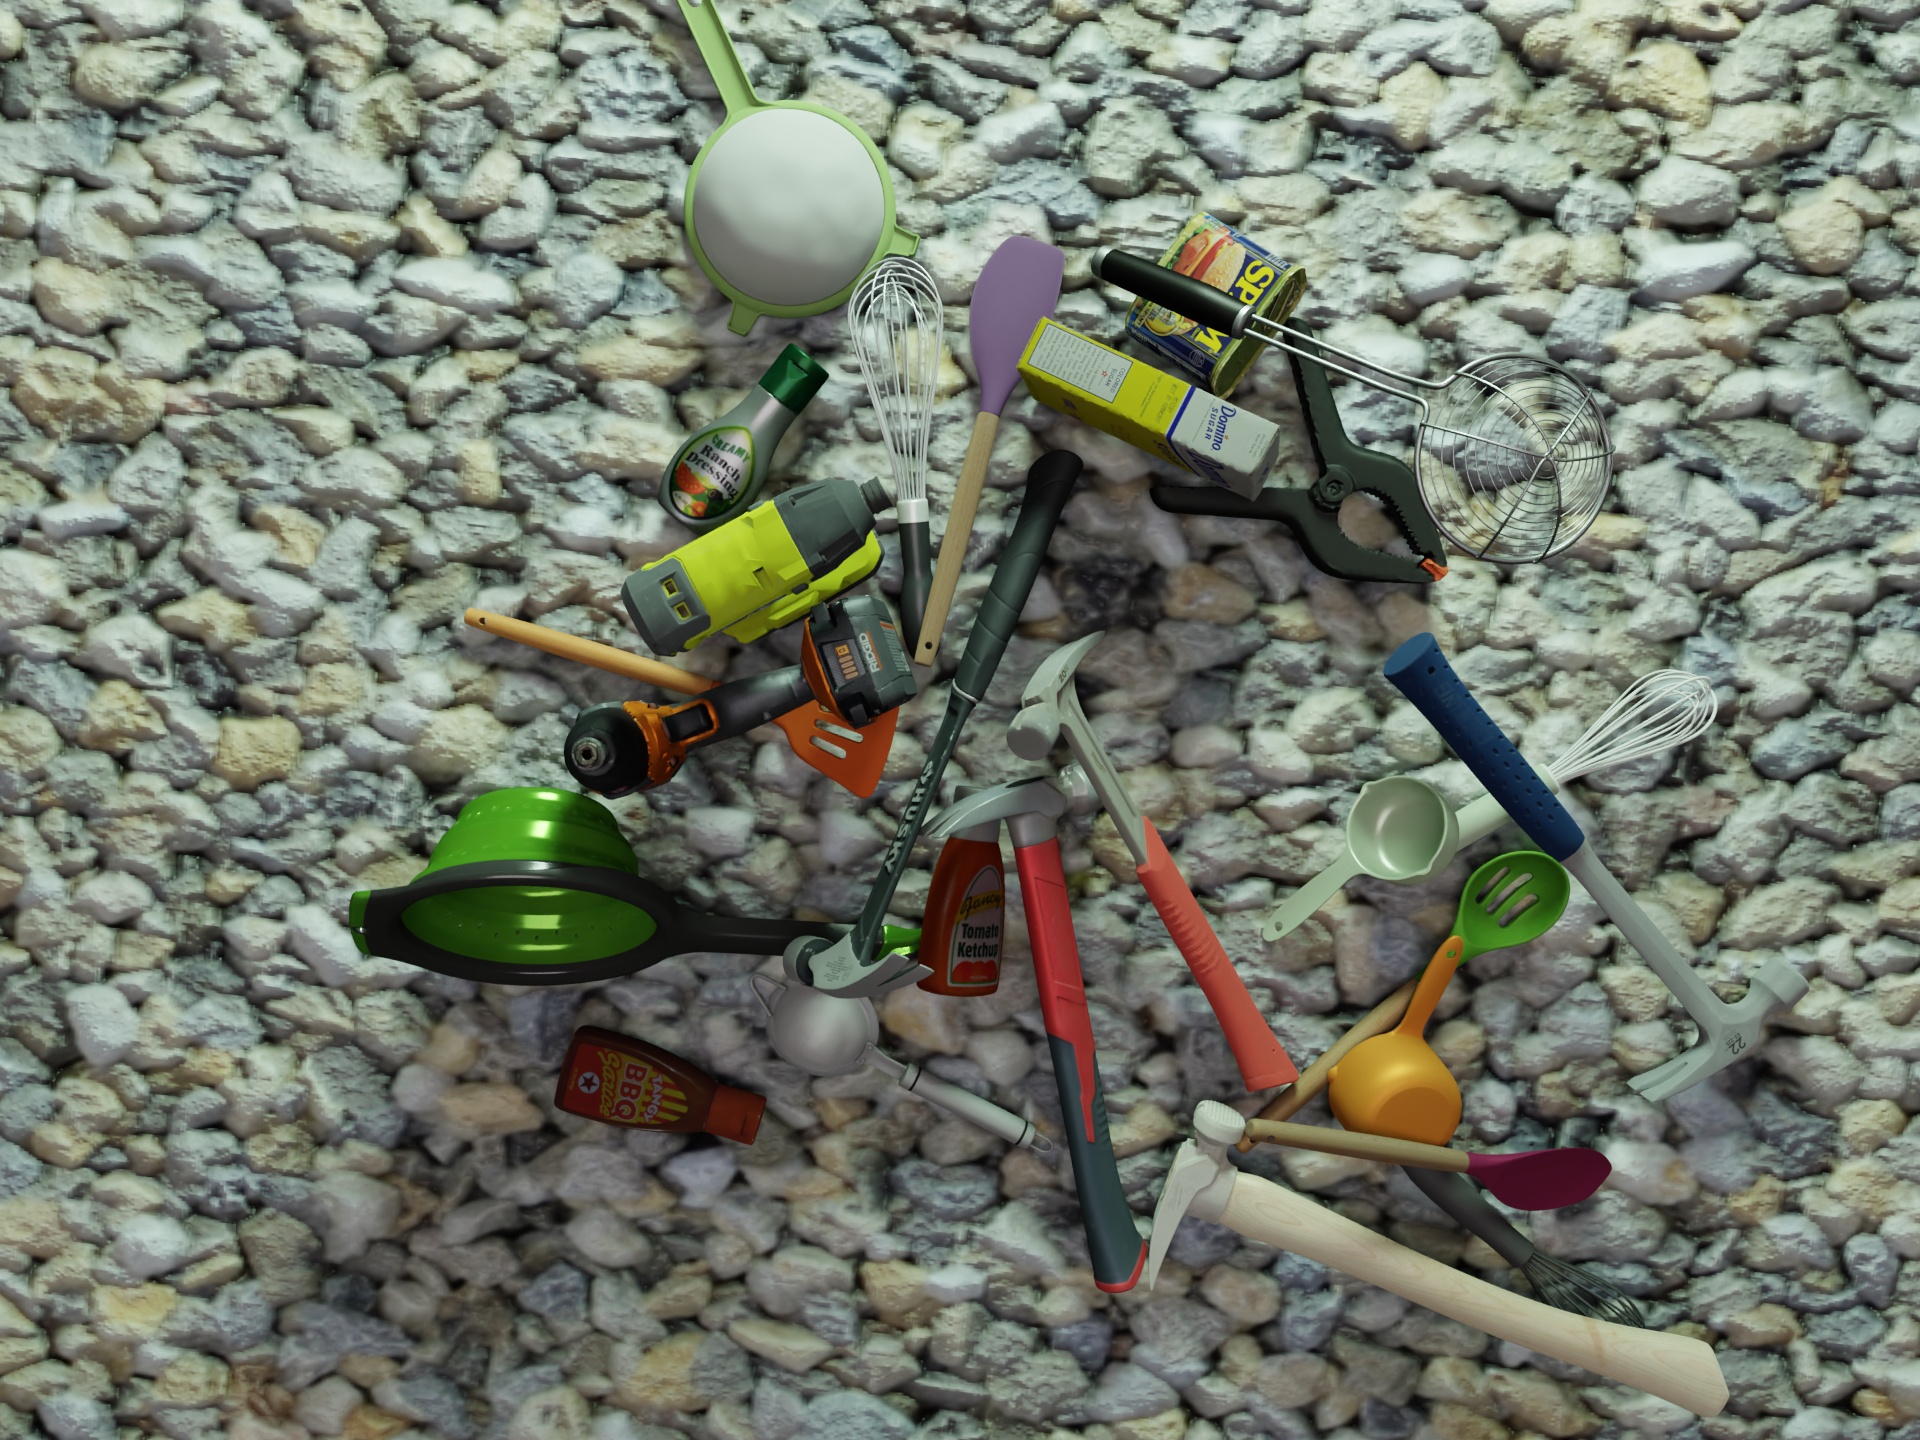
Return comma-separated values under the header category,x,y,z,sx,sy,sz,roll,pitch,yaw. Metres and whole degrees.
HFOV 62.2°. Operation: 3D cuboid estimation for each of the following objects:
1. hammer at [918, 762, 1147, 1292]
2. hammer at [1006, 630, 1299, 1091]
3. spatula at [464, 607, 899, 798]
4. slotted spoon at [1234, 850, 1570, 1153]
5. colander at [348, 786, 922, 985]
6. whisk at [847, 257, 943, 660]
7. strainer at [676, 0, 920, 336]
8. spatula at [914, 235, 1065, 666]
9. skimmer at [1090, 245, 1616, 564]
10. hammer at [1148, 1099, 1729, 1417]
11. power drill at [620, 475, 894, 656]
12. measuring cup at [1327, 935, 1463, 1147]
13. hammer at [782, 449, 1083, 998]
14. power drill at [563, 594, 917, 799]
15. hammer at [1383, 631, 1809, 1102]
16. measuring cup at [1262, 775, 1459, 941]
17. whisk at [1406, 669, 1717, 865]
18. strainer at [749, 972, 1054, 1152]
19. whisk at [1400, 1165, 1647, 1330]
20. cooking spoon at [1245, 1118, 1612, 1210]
category,x,y,z,sx,sy,sz,roll,pitch,yaw
hammer,0.067,0.234,1.142,0.143,0.038,0.386,-16,100,-32
hammer,0.149,0.114,1.134,0.037,0.149,0.359,-21,107,32
spatula,-0.203,-0.029,1.143,0.322,0.041,0.081,17,96,0
slotted spoon,0.318,0.210,1.169,0.314,0.031,0.070,-44,97,6
colander,-0.218,0.115,1.129,0.397,0.204,0.095,5,60,-16
whisk,-0.035,-0.180,1.123,0.070,0.070,0.284,-5,100,1
strainer,-0.143,-0.407,1.095,0.151,0.069,0.256,-24,96,2
spatula,0.011,-0.191,1.118,0.059,0.018,0.316,14,84,-4
skimmer,0.239,-0.220,1.025,0.364,0.090,0.127,33,89,30
hammer,0.341,0.416,1.148,0.410,0.038,0.146,21,102,7
power drill,-0.118,-0.107,1.044,0.171,0.223,0.080,-28,95,3
measuring cup,0.330,0.239,1.138,0.095,0.052,0.173,15,108,-14
hammer,-0.002,-0.003,1.078,0.036,0.149,0.409,29,75,-26
power drill,-0.149,-0.009,1.049,0.226,0.164,0.084,-20,91,3
hammer,0.431,0.102,1.119,0.144,0.035,0.405,-44,103,0
measuring cup,0.289,0.110,1.154,0.167,0.038,0.083,-45,51,22
whisk,0.432,0.038,1.147,0.246,0.059,0.058,-31,58,7
strainer,-0.044,0.258,1.169,0.258,0.050,0.087,28,110,-5
whisk,0.416,0.393,1.178,0.239,0.055,0.055,41,94,1
cooking spoon,0.336,0.309,1.127,0.318,0.017,0.068,14,119,-23
